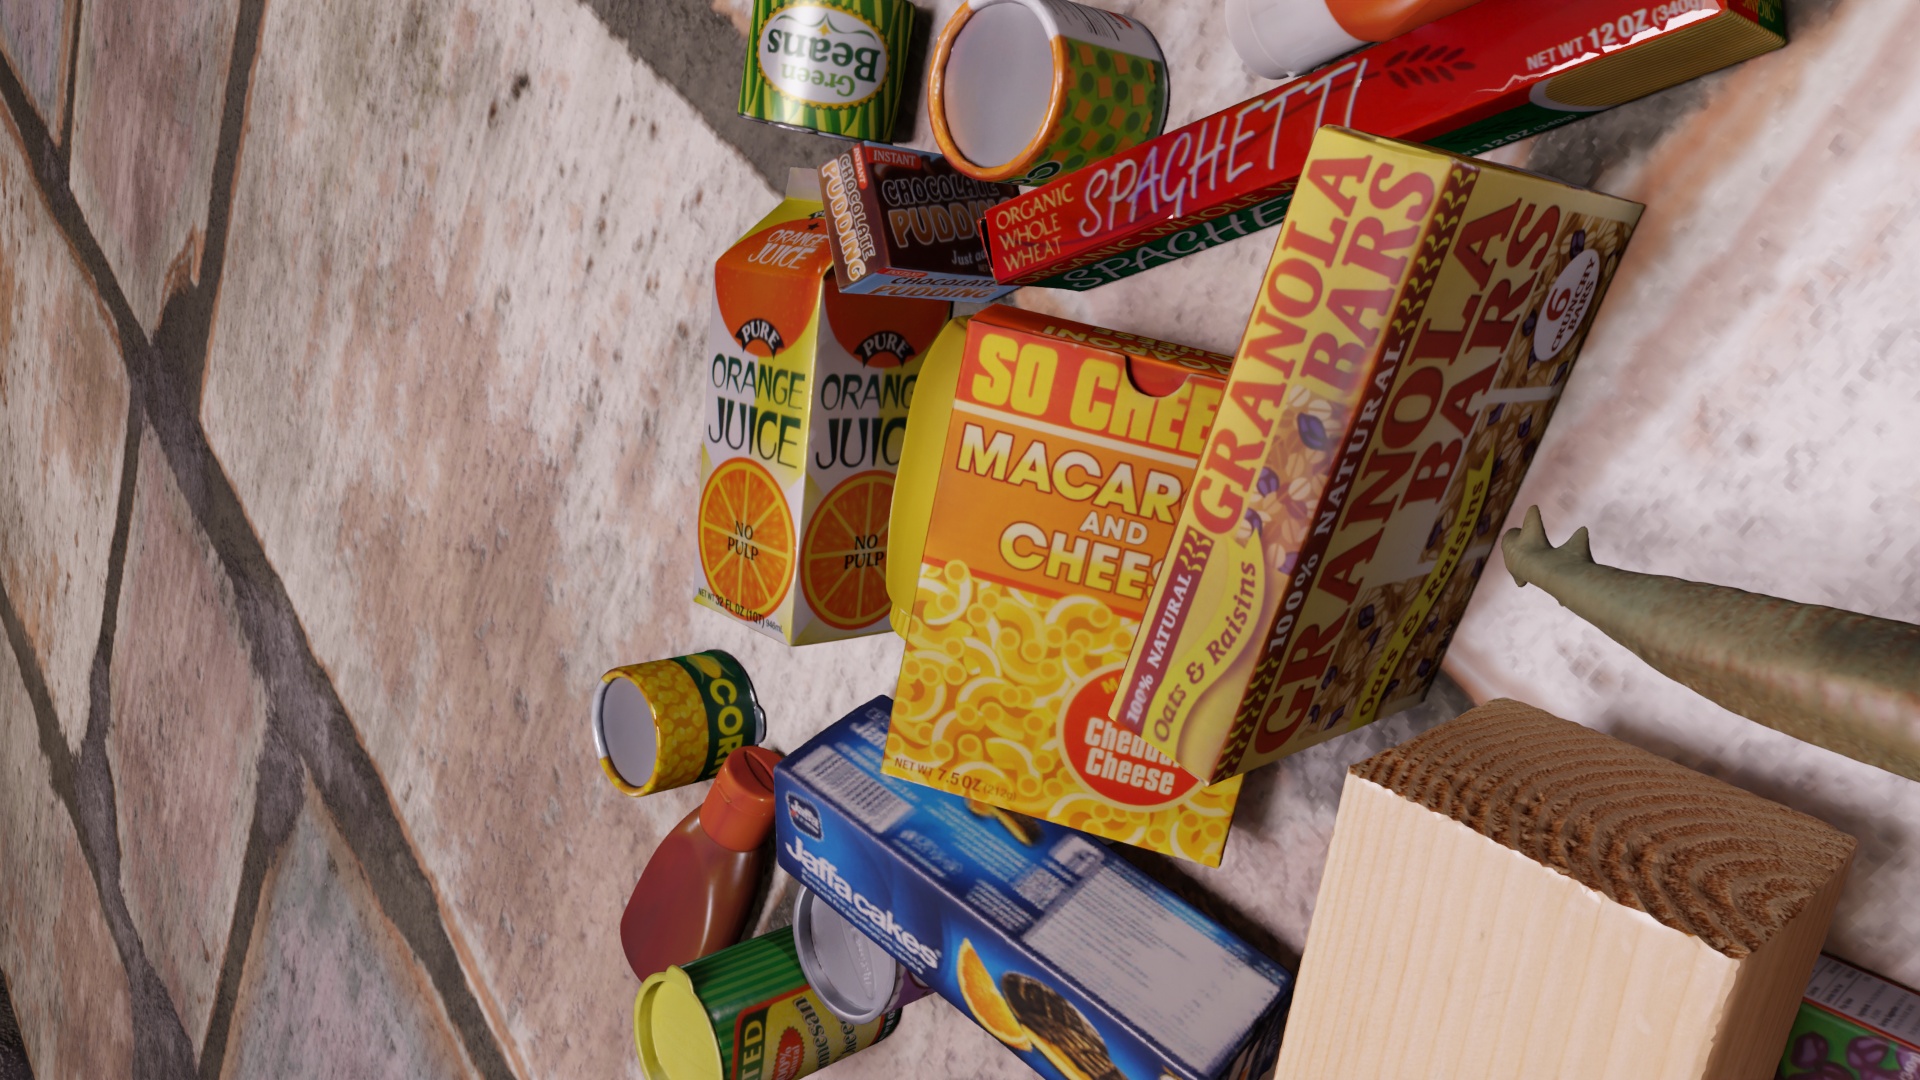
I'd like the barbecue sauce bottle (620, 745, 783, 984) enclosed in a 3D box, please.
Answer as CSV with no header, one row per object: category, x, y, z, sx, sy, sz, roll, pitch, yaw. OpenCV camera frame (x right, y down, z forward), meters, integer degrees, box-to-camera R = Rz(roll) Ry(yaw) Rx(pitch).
barbecue sauce bottle,-0.127,0.167,0.705,0.065,0.044,0.147,48,125,30

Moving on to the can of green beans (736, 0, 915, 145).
can of green beans,-0.055,-0.198,0.572,0.071,0.071,0.057,27,113,40

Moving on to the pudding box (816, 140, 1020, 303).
pudding box,-0.012,-0.119,0.527,0.030,0.084,0.049,-16,84,42

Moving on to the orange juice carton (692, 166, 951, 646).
orange juice carton,-0.058,-0.059,0.587,0.072,0.073,0.192,18,107,43

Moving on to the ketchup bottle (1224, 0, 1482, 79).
ketchup bottle,0.140,-0.170,0.386,0.148,0.065,0.043,-7,103,54

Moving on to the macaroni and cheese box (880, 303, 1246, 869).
macaroni and cheese box,0.049,0.016,0.471,0.124,0.040,0.165,14,108,9

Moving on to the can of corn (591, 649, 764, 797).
can of corn,-0.143,0.092,0.701,0.071,0.058,0.071,7,101,45

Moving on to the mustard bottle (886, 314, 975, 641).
mustard bottle,0.002,-0.007,0.538,0.049,0.065,0.159,39,121,42

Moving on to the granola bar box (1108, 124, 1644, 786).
granola bar box,0.114,-0.023,0.383,0.039,0.124,0.164,33,117,36

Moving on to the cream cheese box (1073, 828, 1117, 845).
cream cheese box,0.018,0.087,0.563,0.104,0.024,0.053,8,100,44

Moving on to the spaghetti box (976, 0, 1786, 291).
spaghetti box,0.109,-0.122,0.428,0.249,0.050,0.028,-11,86,45

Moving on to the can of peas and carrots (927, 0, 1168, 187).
can of peas and carrots,0.030,-0.157,0.498,0.071,0.059,0.071,7,100,45

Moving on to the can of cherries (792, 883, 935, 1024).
can of cherries,-0.027,0.165,0.594,0.071,0.058,0.071,6,98,45

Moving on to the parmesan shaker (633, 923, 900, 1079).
parmesan shaker,-0.084,0.209,0.624,0.071,0.103,0.071,8,101,44

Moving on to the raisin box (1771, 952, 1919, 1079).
raisin box,0.191,0.143,0.386,0.123,0.040,0.086,21,111,42
